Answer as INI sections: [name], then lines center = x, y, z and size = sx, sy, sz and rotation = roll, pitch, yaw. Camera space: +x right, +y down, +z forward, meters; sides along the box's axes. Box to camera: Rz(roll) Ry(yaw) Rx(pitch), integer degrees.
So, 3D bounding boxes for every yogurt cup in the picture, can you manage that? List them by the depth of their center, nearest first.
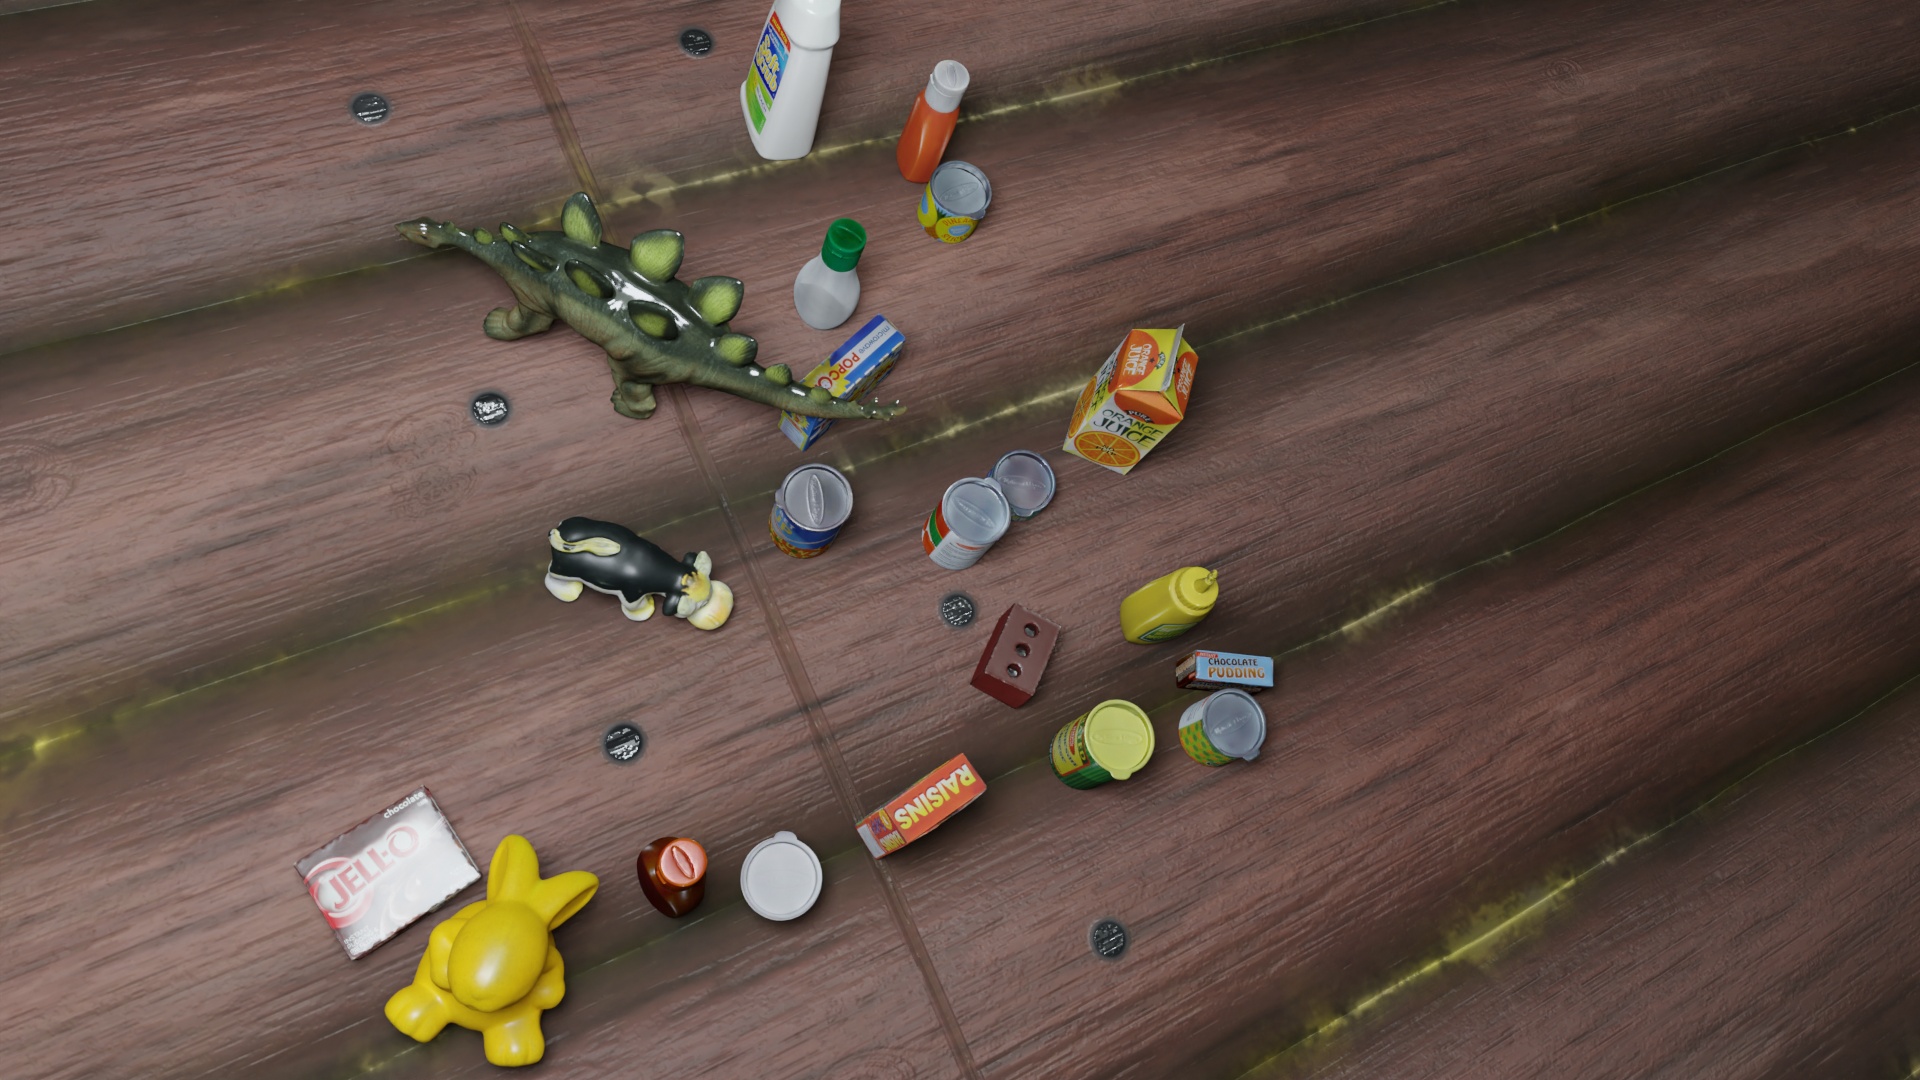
[yogurt cup]
center = -0.155, 0.289, 1.177
size = 0.072, 0.053, 0.072
rotation = 5, 70, -15

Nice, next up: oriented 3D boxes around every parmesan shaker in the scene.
[parmesan shaker]
center = 0.127, 0.191, 1.269
size = 0.071, 0.102, 0.071
rotation = 5, 70, -15

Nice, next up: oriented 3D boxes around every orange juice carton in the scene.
[orange juice carton]
center = 0.171, -0.140, 1.353
size = 0.073, 0.192, 0.072
rotation = 22, 67, -8

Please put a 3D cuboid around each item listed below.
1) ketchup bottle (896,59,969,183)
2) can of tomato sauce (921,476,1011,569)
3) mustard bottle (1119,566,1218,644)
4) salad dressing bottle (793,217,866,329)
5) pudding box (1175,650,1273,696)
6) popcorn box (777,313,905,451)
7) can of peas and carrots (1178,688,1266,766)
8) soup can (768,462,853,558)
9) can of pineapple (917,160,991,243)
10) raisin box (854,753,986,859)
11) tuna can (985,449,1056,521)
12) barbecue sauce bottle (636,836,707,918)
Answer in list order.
[ketchup bottle]
center = -0.029, -0.431, 1.423
size = 0.043, 0.148, 0.065
rotation = -1, 72, -17
[can of tomato sauce]
center = 0.005, -0.017, 1.319
size = 0.071, 0.082, 0.071
rotation = 5, 70, -15
[mustard bottle]
center = 0.203, 0.058, 1.309
size = 0.065, 0.159, 0.049
rotation = -4, 73, -18
[salad dressing bottle]
center = -0.122, -0.255, 1.332
size = 0.064, 0.147, 0.044
rotation = 29, 66, -5
[pudding box]
center = 0.259, 0.130, 1.360
size = 0.084, 0.049, 0.030
rotation = 7, 69, -14
[popcorn box]
center = -0.114, -0.151, 1.331
size = 0.038, 0.085, 0.127
rotation = 44, 65, 2
[can of peas and carrots]
center = 0.252, 0.183, 1.334
size = 0.071, 0.058, 0.071
rotation = 5, 70, -15
[soup can]
center = -0.142, -0.026, 1.279
size = 0.071, 0.083, 0.071
rotation = 5, 70, -15
[can of pineapple]
center = -0.007, -0.351, 1.450
size = 0.071, 0.057, 0.071
rotation = 5, 70, -15
[raisin box]
center = -0.036, 0.231, 1.196
size = 0.086, 0.123, 0.040
rotation = -31, 82, -24
[tuna can]
center = 0.059, -0.052, 1.375
size = 0.071, 0.032, 0.071
rotation = 5, 70, -15
[barbecue sauce bottle]
center = -0.229, 0.266, 1.112
size = 0.044, 0.148, 0.065
rotation = -30, 82, -23
